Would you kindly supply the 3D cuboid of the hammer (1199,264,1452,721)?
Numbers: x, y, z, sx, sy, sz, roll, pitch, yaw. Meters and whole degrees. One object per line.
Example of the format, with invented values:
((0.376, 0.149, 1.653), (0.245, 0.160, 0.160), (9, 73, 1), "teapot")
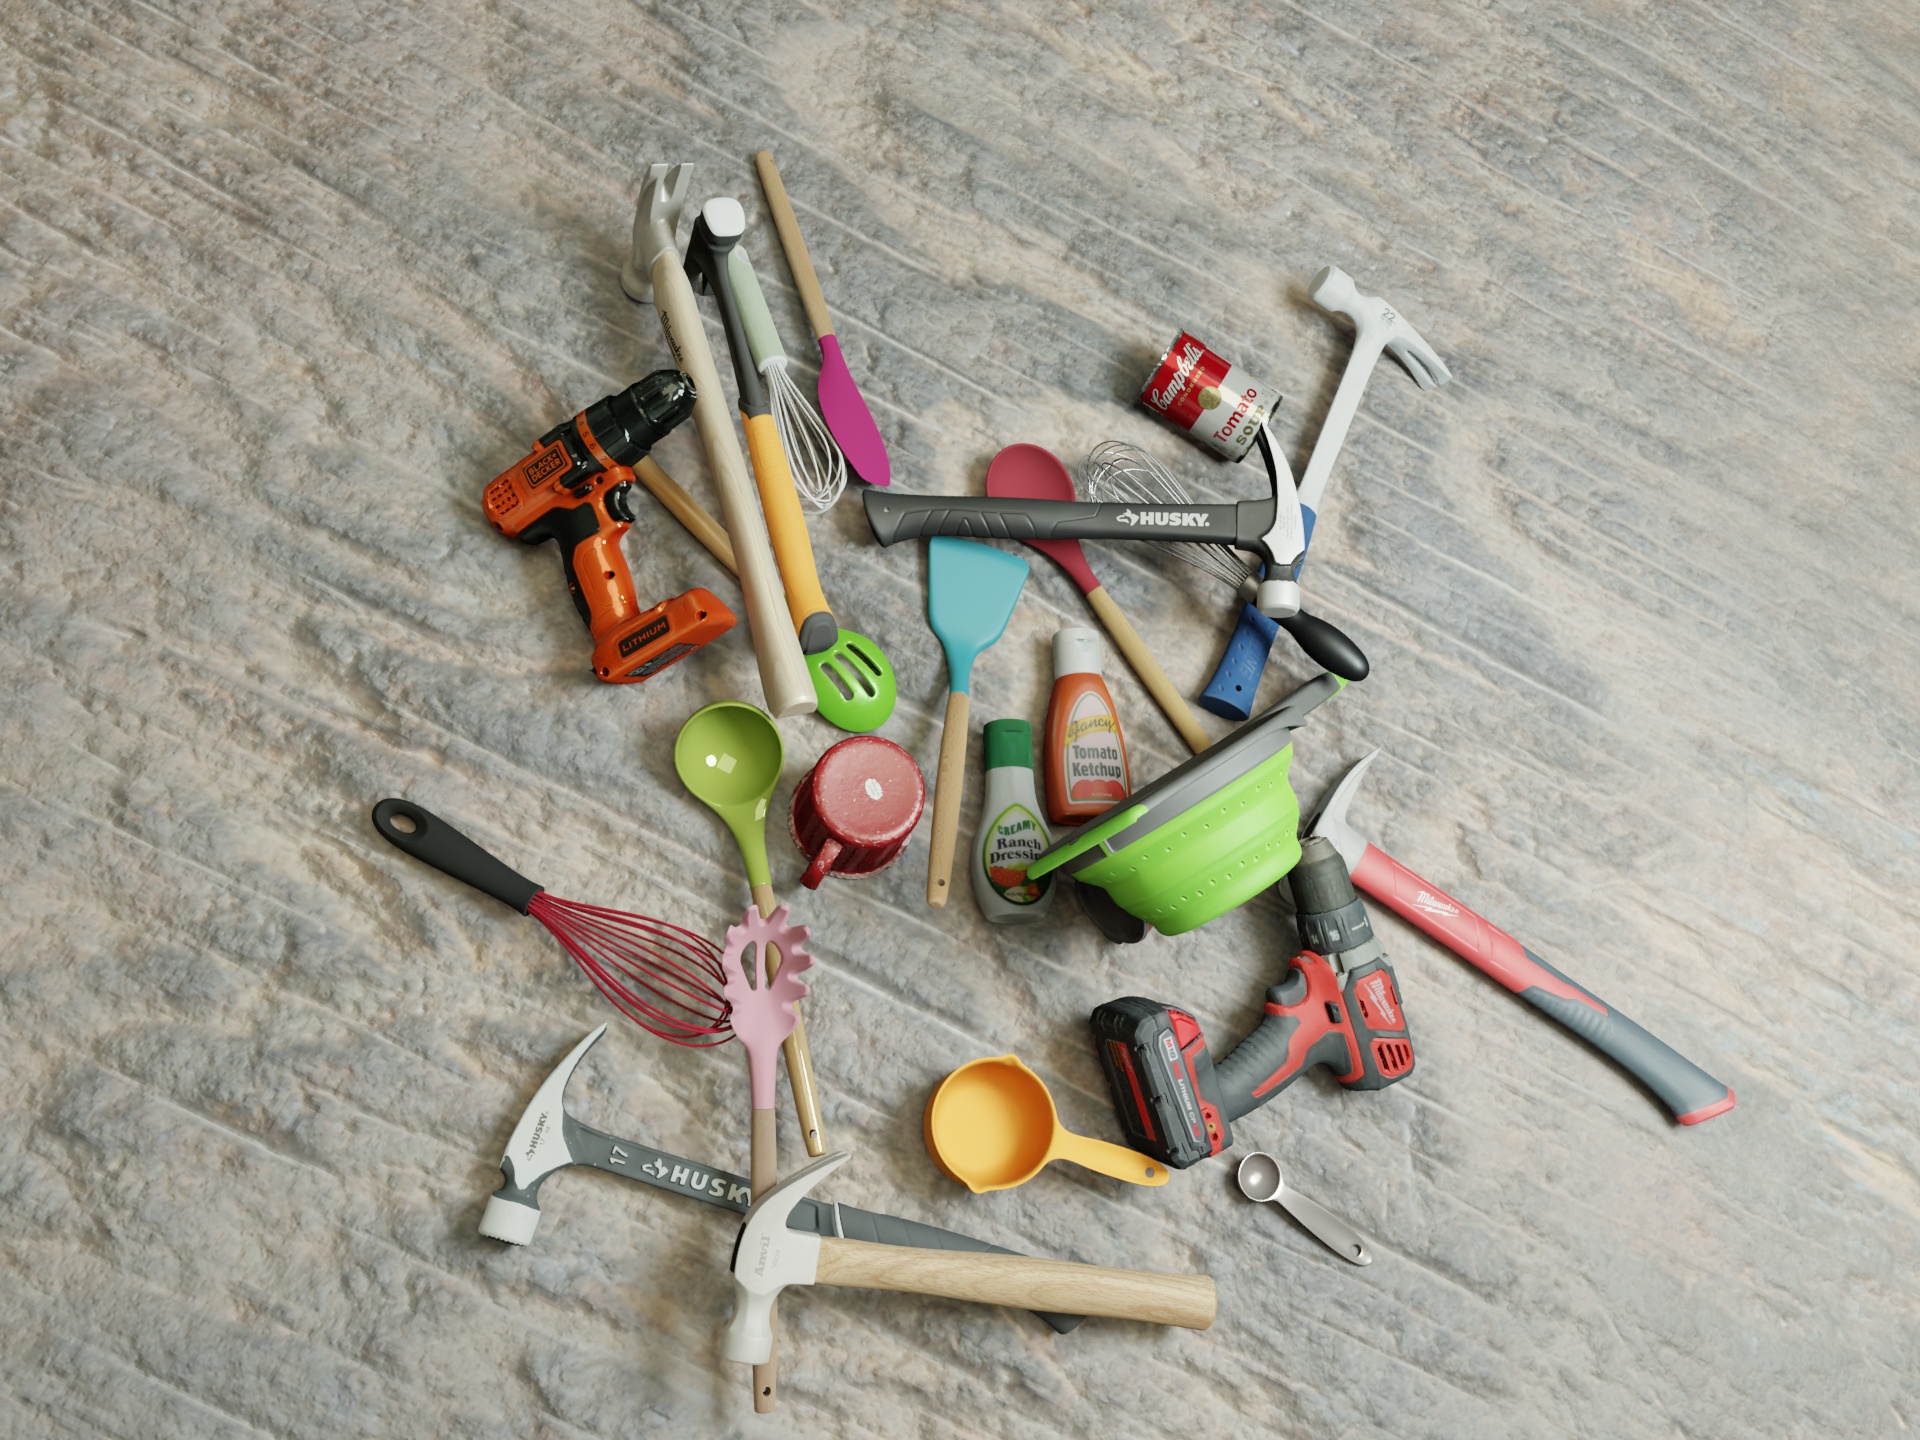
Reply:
((0.291, -0.180, 1.310), (0.144, 0.035, 0.406), (30, 70, -16), "hammer")

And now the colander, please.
((0.207, 0.055, 1.128), (0.397, 0.204, 0.094), (-27, 84, -49), "colander")

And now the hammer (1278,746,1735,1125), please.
((0.437, 0.179, 1.235), (0.386, 0.038, 0.143), (34, 66, -1), "hammer")

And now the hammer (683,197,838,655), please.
((-0.150, -0.208, 1.186), (0.034, 0.127, 0.337), (-12, 79, -21), "hammer")

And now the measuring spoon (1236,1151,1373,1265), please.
((0.247, 0.355, 1.148), (0.124, 0.018, 0.034), (38, 68, -6), "measuring spoon")

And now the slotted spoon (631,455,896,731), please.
((-0.164, -0.114, 1.195), (0.314, 0.031, 0.070), (45, 65, 5), "slotted spoon")

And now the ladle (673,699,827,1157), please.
((-0.134, 0.137, 1.090), (0.078, 0.062, 0.320), (-14, 71, -1), "ladle")

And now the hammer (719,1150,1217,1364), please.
((0.015, 0.359, 1.033), (0.331, 0.031, 0.130), (12, 78, -17), "hammer")

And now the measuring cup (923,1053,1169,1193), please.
((0.057, 0.293, 1.101), (0.173, 0.052, 0.095), (20, 69, -8), "measuring cup")

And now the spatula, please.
((-0.002, -0.004, 1.160), (0.082, 0.044, 0.318), (15, 49, -12), "spatula")

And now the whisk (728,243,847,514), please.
((-0.145, -0.270, 1.243), (0.057, 0.059, 0.246), (7, 58, -58), "whisk")

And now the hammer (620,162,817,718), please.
((-0.171, -0.199, 1.151), (0.038, 0.146, 0.411), (-12, 74, -23), "hammer")

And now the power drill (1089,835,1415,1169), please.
((0.210, 0.200, 1.136), (0.226, 0.080, 0.188), (-19, 93, -21), "power drill")

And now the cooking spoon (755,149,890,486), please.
((-0.114, -0.325, 1.269), (0.068, 0.017, 0.319), (8, 58, -55), "cooking spoon")

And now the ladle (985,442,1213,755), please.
((0.121, -0.082, 1.251), (0.069, 0.031, 0.315), (-33, 84, -5), "ladle")

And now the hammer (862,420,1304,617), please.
((0.091, -0.158, 1.210), (0.335, 0.035, 0.146), (2, 77, 5), "hammer")

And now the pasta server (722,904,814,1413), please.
((-0.126, 0.279, 1.025), (0.060, 0.040, 0.316), (2, 78, -16), "pasta server")

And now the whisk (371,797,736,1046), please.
((-0.272, 0.132, 1.076), (0.296, 0.073, 0.073), (29, 68, 5), "whisk")

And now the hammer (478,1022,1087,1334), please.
((-0.098, 0.327, 1.063), (0.409, 0.036, 0.149), (19, 68, -7), "hammer")

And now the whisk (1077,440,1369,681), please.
((0.202, -0.122, 1.237), (0.285, 0.070, 0.070), (42, 67, 17), "whisk")
